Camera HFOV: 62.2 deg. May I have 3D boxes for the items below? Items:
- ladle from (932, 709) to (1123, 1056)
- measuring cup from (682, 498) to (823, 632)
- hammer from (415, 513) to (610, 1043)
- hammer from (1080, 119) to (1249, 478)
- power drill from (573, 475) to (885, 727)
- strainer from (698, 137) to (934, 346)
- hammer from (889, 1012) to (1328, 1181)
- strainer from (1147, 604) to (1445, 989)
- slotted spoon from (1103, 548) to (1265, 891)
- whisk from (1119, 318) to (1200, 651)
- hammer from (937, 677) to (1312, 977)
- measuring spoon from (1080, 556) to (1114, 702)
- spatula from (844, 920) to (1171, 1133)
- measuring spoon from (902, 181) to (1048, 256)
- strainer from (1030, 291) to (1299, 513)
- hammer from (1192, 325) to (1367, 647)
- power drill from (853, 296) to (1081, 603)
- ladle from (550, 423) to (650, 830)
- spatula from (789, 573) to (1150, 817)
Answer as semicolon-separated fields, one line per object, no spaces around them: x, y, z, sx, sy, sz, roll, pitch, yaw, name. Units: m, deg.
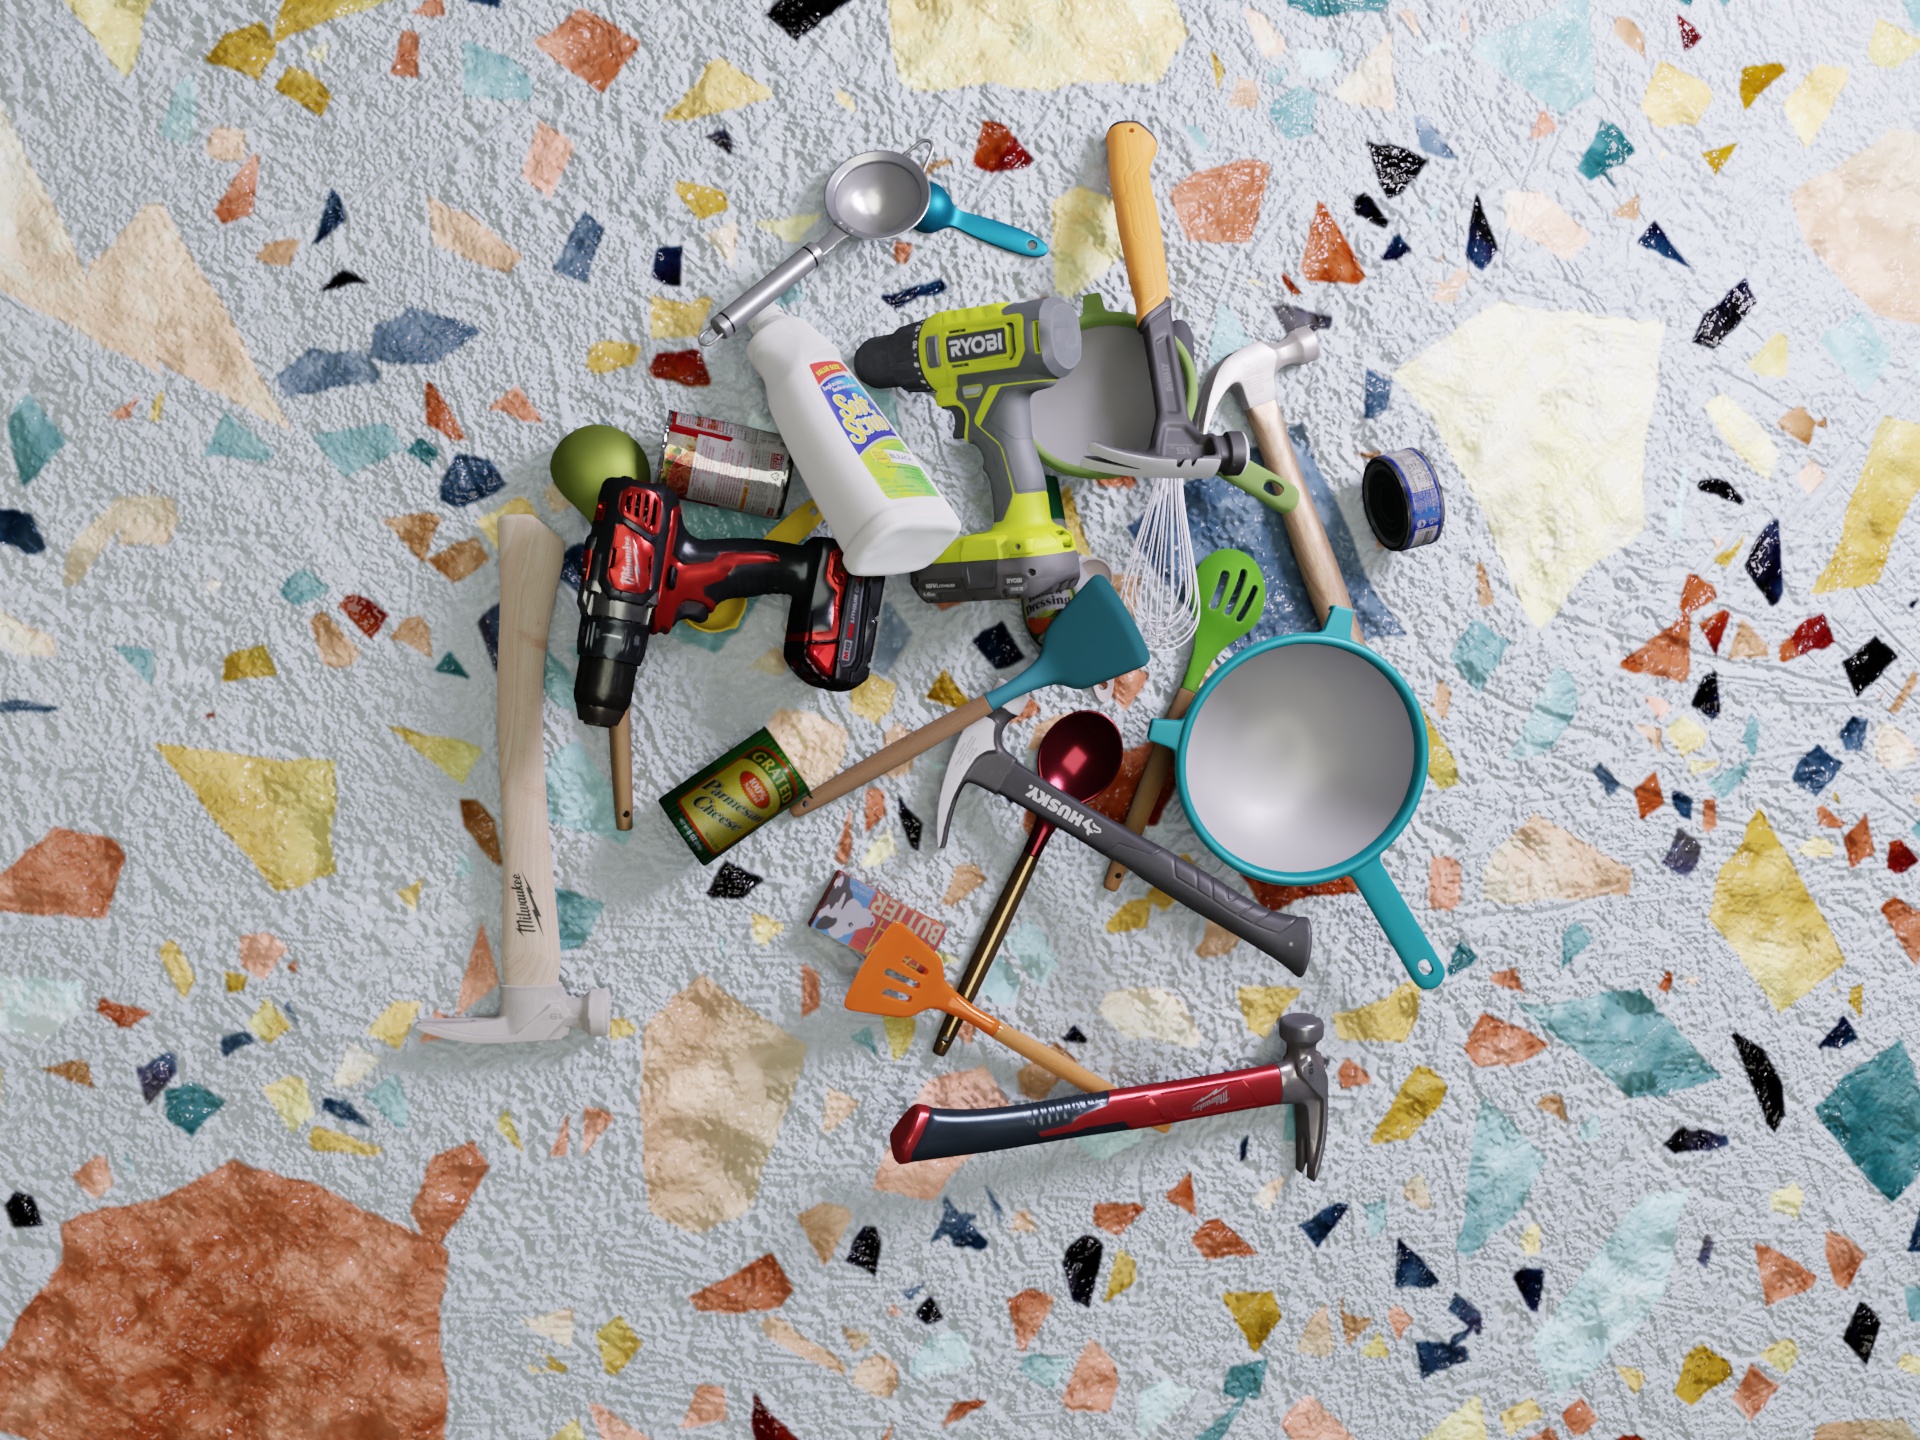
0.049;0.137;1.331;0.069;0.031;0.315;26;88;1;ladle
-0.168;-0.130;1.287;0.156;0.029;0.062;-43;108;-20;measuring cup
-0.352;0.046;1.243;0.146;0.038;0.410;-1;91;-10;hammer
0.144;-0.343;1.271;0.127;0.034;0.337;-1;66;-10;hammer
-0.184;-0.075;1.223;0.226;0.080;0.188;10;87;-24;power drill
-0.113;-0.374;1.263;0.087;0.050;0.258;41;71;15;strainer
0.131;0.338;1.318;0.386;0.038;0.143;-4;97;-19;hammer
0.310;0.078;1.351;0.211;0.095;0.340;-33;102;2;strainer
0.187;0.000;1.358;0.070;0.031;0.314;23;88;-14;slotted spoon
0.176;-0.199;1.339;0.070;0.070;0.285;6;85;-12;whisk
0.135;0.110;1.291;0.335;0.035;0.146;31;90;9;hammer
0.115;-0.077;1.350;0.034;0.018;0.124;-7;99;-8;measuring spoon
0.050;0.269;1.313;0.322;0.041;0.081;32;88;-17;spatula
0.015;-0.412;1.316;0.128;0.021;0.042;17;88;-10;measuring spoon
0.163;-0.228;1.294;0.256;0.069;0.151;33;81;17;strainer
0.296;-0.164;1.374;0.130;0.031;0.331;-22;95;-11;hammer
0.007;-0.212;1.263;0.190;0.080;0.228;-1;100;32;power drill
-0.277;-0.072;1.259;0.078;0.062;0.320;-6;100;-29;ladle
-0.002;-0.004;1.278;0.317;0.044;0.082;-30;83;4;spatula
